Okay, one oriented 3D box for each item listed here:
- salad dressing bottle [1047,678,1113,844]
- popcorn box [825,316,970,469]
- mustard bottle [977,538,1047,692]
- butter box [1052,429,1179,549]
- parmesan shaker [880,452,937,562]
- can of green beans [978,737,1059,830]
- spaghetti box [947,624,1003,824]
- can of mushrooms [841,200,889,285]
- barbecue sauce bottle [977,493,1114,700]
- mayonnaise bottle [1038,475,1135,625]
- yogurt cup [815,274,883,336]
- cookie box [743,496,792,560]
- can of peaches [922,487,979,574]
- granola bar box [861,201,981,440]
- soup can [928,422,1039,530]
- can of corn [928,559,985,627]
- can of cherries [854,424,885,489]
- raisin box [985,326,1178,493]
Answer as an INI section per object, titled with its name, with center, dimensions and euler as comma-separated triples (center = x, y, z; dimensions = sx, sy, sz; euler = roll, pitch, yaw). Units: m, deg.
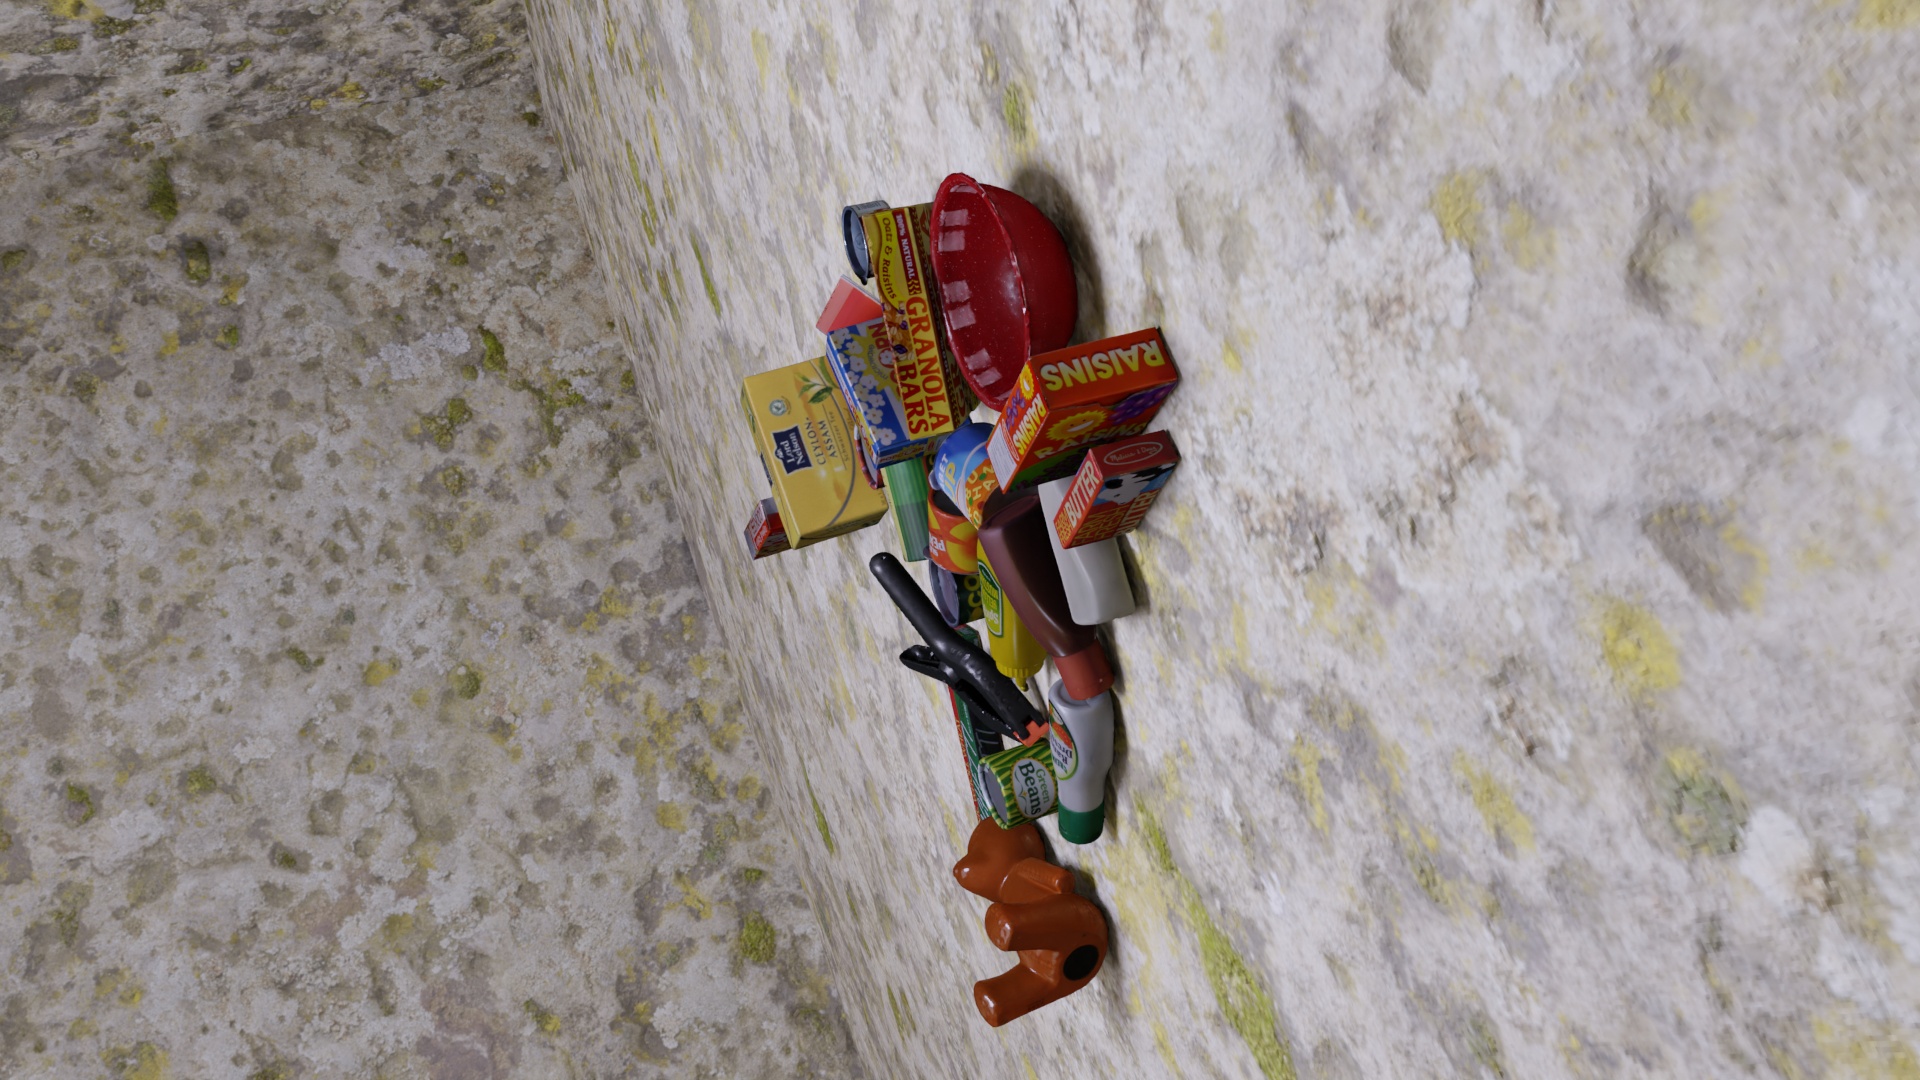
[salad dressing bottle]
center = 0.093, 0.172, 1.075
dimensions = 0.064, 0.044, 0.146
euler = -127, 27, -51
[popcorn box]
center = -0.055, -0.131, 1.186
dimensions = 0.038, 0.085, 0.127
euler = 108, 142, -62
[mustard bottle]
center = 0.045, 0.061, 1.112
dimensions = 0.065, 0.049, 0.159
euler = -129, 29, -54
[butter box]
center = 0.095, -0.030, 0.873
dimensions = 0.103, 0.053, 0.024
euler = 112, 140, -63
[parmesan shaker]
center = -0.030, -0.039, 1.230
dimensions = 0.071, 0.071, 0.103
euler = -172, 66, -71
[can of green beans]
center = 0.054, 0.211, 1.204
dimensions = 0.071, 0.058, 0.071
euler = 165, 89, -72
[spaghetti box]
center = 0.022, 0.203, 1.346
dimensions = 0.050, 0.029, 0.249
euler = -159, 55, -68
[can of mushrooms]
center = -0.079, -0.263, 1.228
dimensions = 0.071, 0.033, 0.071
euler = 165, 89, -72
[barbecue sauce bottle]
center = 0.067, 0.043, 1.003
dimensions = 0.043, 0.065, 0.148
euler = -8, 111, 51
[mayonnaise bottle]
center = 0.080, -0.017, 0.952
dimensions = 0.064, 0.041, 0.148
euler = 166, 89, -79
[yogurt cup]
center = -0.093, -0.198, 1.245
dimensions = 0.072, 0.054, 0.072
euler = 35, -175, -3
[cookie box]
center = -0.175, -0.026, 1.582
dimensions = 0.167, 0.123, 0.040
euler = 142, 110, -71
[can of peaches]
center = 0.004, -0.014, 1.136
dimensions = 0.071, 0.071, 0.057
euler = -126, 27, -46
[granola bar box]
center = -0.026, -0.170, 1.051
dimensions = 0.124, 0.039, 0.165
euler = -58, -43, -71
[soup can]
center = 0.023, -0.041, 1.052
dimensions = 0.084, 0.071, 0.071
euler = -130, 29, -51
[can of corn]
center = 0.012, 0.034, 1.173
dimensions = 0.071, 0.058, 0.071
euler = 165, 89, -72
[can of cherries]
center = -0.061, -0.083, 1.292
dimensions = 0.071, 0.058, 0.071
euler = 165, 89, -72
[raisin box]
center = 0.071, -0.077, 0.851
dimensions = 0.123, 0.086, 0.040
euler = 118, 134, -66
